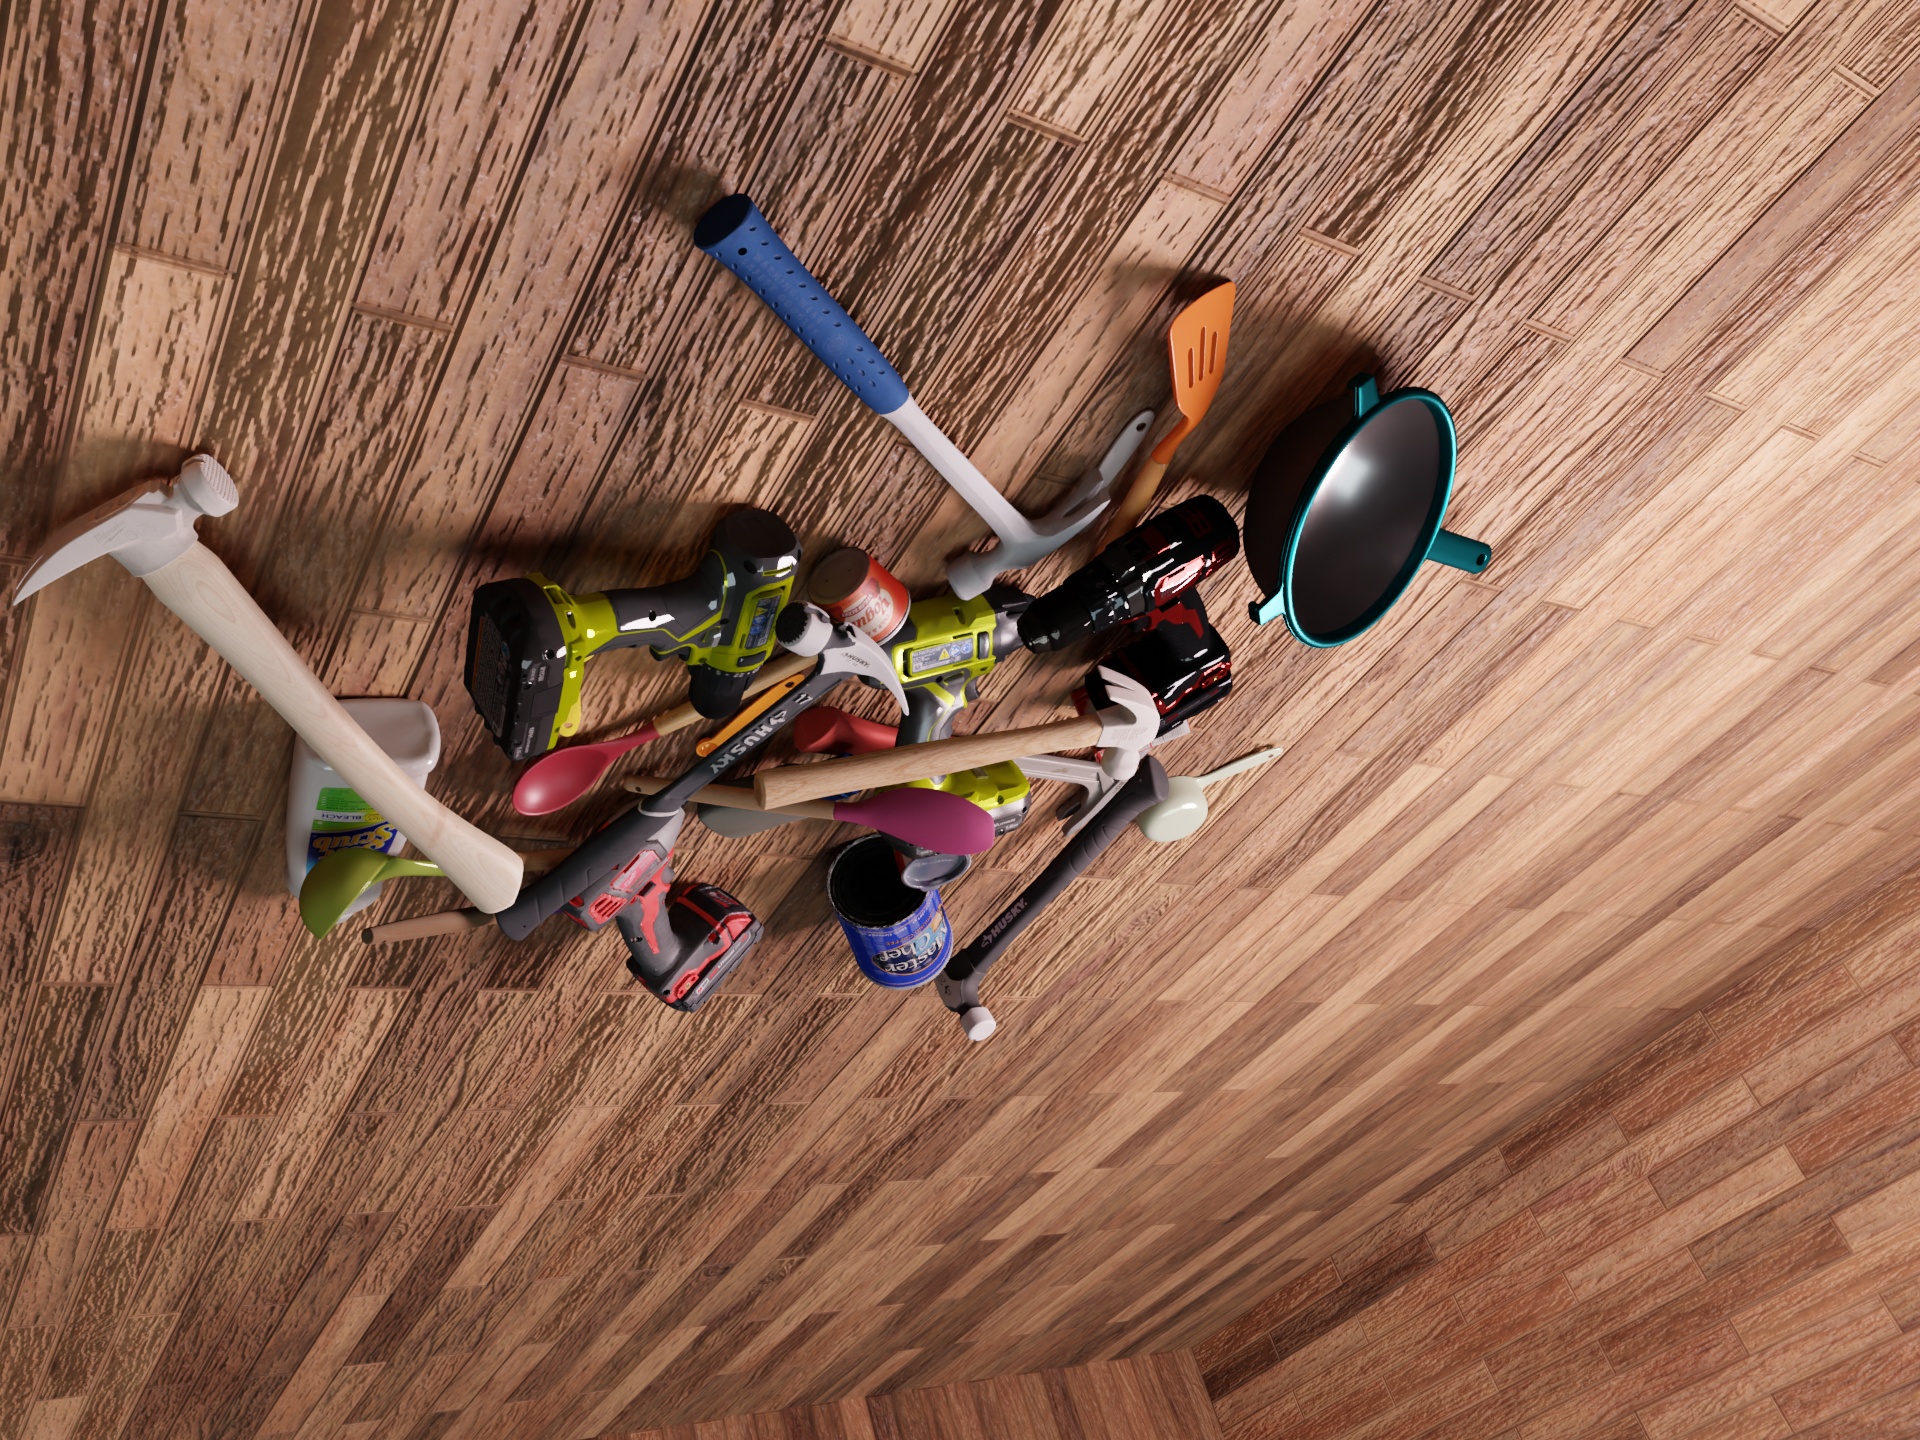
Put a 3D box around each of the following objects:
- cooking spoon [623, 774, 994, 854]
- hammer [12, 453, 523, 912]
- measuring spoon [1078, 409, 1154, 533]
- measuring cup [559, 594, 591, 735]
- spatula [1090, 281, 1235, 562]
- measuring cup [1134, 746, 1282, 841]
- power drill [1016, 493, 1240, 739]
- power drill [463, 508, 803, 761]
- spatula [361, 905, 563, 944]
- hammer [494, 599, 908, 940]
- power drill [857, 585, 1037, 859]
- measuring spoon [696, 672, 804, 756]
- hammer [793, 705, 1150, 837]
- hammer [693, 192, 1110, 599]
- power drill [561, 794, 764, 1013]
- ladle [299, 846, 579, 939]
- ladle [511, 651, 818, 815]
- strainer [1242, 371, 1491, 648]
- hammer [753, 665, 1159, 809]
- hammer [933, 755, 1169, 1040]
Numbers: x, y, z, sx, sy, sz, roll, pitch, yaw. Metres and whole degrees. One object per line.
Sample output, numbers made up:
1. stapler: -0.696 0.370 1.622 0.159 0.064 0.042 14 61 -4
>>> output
1. cooking spoon: -0.128 0.072 1.317 0.319 0.017 0.068 7 129 11
2. hammer: -0.443 0.009 1.092 0.146 0.038 0.410 -29 131 2
3. measuring spoon: 0.115 -0.187 1.216 0.034 0.018 0.124 6 137 -32
4. measuring cup: -0.299 -0.031 1.208 0.062 0.029 0.156 -8 141 -18
5. spatula: 0.137 -0.190 1.206 0.081 0.041 0.322 -39 166 -34
6. measuring cup: 0.257 0.075 1.622 0.167 0.038 0.083 -25 145 11
7. power drill: 0.139 -0.069 1.296 0.188 0.080 0.226 -30 150 -8
8. power drill: -0.231 -0.050 1.143 0.228 0.080 0.190 -18 149 -35
9. spatula: -0.385 0.160 1.333 0.060 0.018 0.315 -33 169 18
10. hammer: -0.216 0.056 1.229 0.409 0.036 0.149 -36 144 21
11. power drill: -0.002 -0.004 1.321 0.171 0.080 0.223 -15 129 -20
12. measuring spoon: -0.176 -0.007 1.325 0.117 0.011 0.021 -36 141 16
13. hammer: 0.005 0.038 1.451 0.358 0.037 0.149 9 136 -36
14. hammer: -0.035 -0.215 1.084 0.144 0.035 0.405 -29 144 17
15. power drill: -0.265 0.156 1.415 0.143 0.079 0.219 -50 146 -19
16. ladle: -0.387 0.128 1.294 0.078 0.062 0.320 -42 157 29
17. ladle: -0.223 -0.005 1.288 0.315 0.031 0.069 -25 150 4
18. strainer: 0.327 -0.166 1.286 0.340 0.095 0.211 5 112 -50
19. hammer: 0.003 0.024 1.248 0.331 0.031 0.130 -10 146 -17
20. hammer: 0.088 0.161 1.609 0.035 0.146 0.334 24 115 -45
